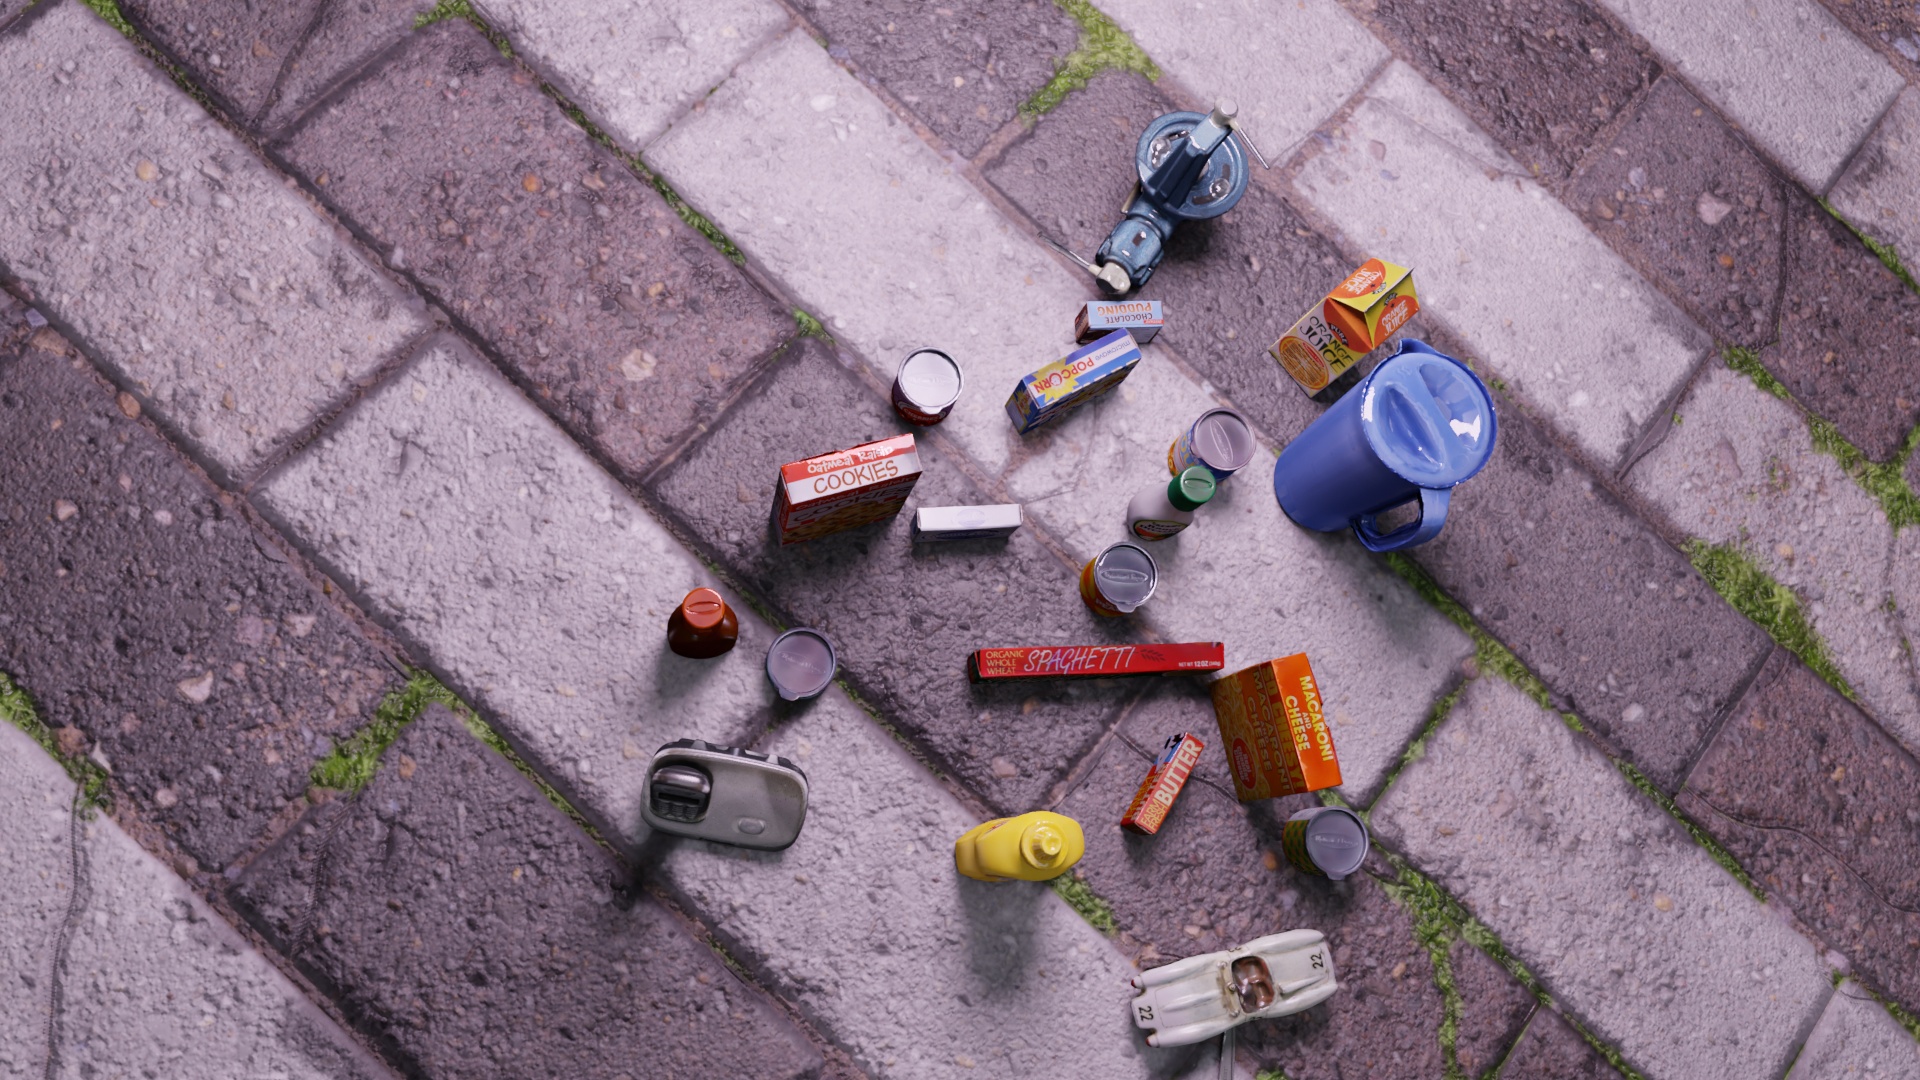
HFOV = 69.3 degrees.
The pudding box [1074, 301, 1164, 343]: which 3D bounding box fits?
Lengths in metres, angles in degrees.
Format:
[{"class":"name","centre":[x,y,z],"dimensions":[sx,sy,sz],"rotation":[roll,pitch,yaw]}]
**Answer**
[{"class":"pudding box","centre":[0.166,-0.228,1.453],"dimensions":[0.084,0.049,0.030],"rotation":[-3,77,-12]}]

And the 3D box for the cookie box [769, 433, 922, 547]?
[{"class":"cookie box","centre":[-0.110,-0.046,1.292],"dimensions":[0.123,0.167,0.040],"rotation":[-16,80,-14]}]

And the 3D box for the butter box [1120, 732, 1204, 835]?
[{"class":"butter box","centre":[0.195,0.236,1.340],"dimensions":[0.024,0.053,0.104],"rotation":[34,73,-1]}]

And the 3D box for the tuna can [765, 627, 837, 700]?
[{"class":"tuna can","centre":[-0.152,0.119,1.313],"dimensions":[0.071,0.032,0.071],"rotation":[3,76,-10]}]

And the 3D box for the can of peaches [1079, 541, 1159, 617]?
[{"class":"can of peaches","centre":[0.156,0.042,1.379],"dimensions":[0.071,0.058,0.071],"rotation":[3,76,-10]}]

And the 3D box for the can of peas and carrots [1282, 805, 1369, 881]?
[{"class":"can of peas and carrots","centre":[0.355,0.295,1.353],"dimensions":[0.071,0.058,0.071],"rotation":[3,76,-10]}]

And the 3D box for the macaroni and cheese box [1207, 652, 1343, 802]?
[{"class":"macaroni and cheese box","centre":[0.295,0.179,1.314],"dimensions":[0.040,0.166,0.124],"rotation":[-11,79,-13]}]

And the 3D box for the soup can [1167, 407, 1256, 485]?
[{"class":"soup can","centre":[0.252,-0.091,1.417],"dimensions":[0.071,0.083,0.071],"rotation":[3,76,-10]}]

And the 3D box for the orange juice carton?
[{"class":"orange juice carton","centre":[0.398,-0.222,1.422],"dimensions":[0.072,0.192,0.073],"rotation":[-39,86,-17]}]

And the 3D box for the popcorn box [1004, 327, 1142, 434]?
[{"class":"popcorn box","centre":[0.114,-0.161,1.408],"dimensions":[0.127,0.085,0.038],"rotation":[-28,83,-16]}]

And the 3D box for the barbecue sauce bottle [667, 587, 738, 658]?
[{"class":"barbecue sauce bottle","centre":[-0.231,0.075,1.248],"dimensions":[0.065,0.148,0.044],"rotation":[-3,77,-12]}]

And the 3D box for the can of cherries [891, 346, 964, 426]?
[{"class":"can of cherries","centre":[-0.034,-0.151,1.391],"dimensions":[0.071,0.058,0.071],"rotation":[3,76,-10]}]

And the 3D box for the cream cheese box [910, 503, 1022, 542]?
[{"class":"cream cheese box","centre":[0.005,-0.017,1.367],"dimensions":[0.104,0.053,0.024],"rotation":[-3,77,-12]}]

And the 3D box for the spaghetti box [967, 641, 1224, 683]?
[{"class":"spaghetti box","centre":[0.132,0.119,1.359],"dimensions":[0.250,0.050,0.029],"rotation":[-1,77,-11]}]

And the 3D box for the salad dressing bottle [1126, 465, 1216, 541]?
[{"class":"salad dressing bottle","centre":[0.207,-0.036,1.361],"dimensions":[0.064,0.147,0.044],"rotation":[8,75,-9]}]
